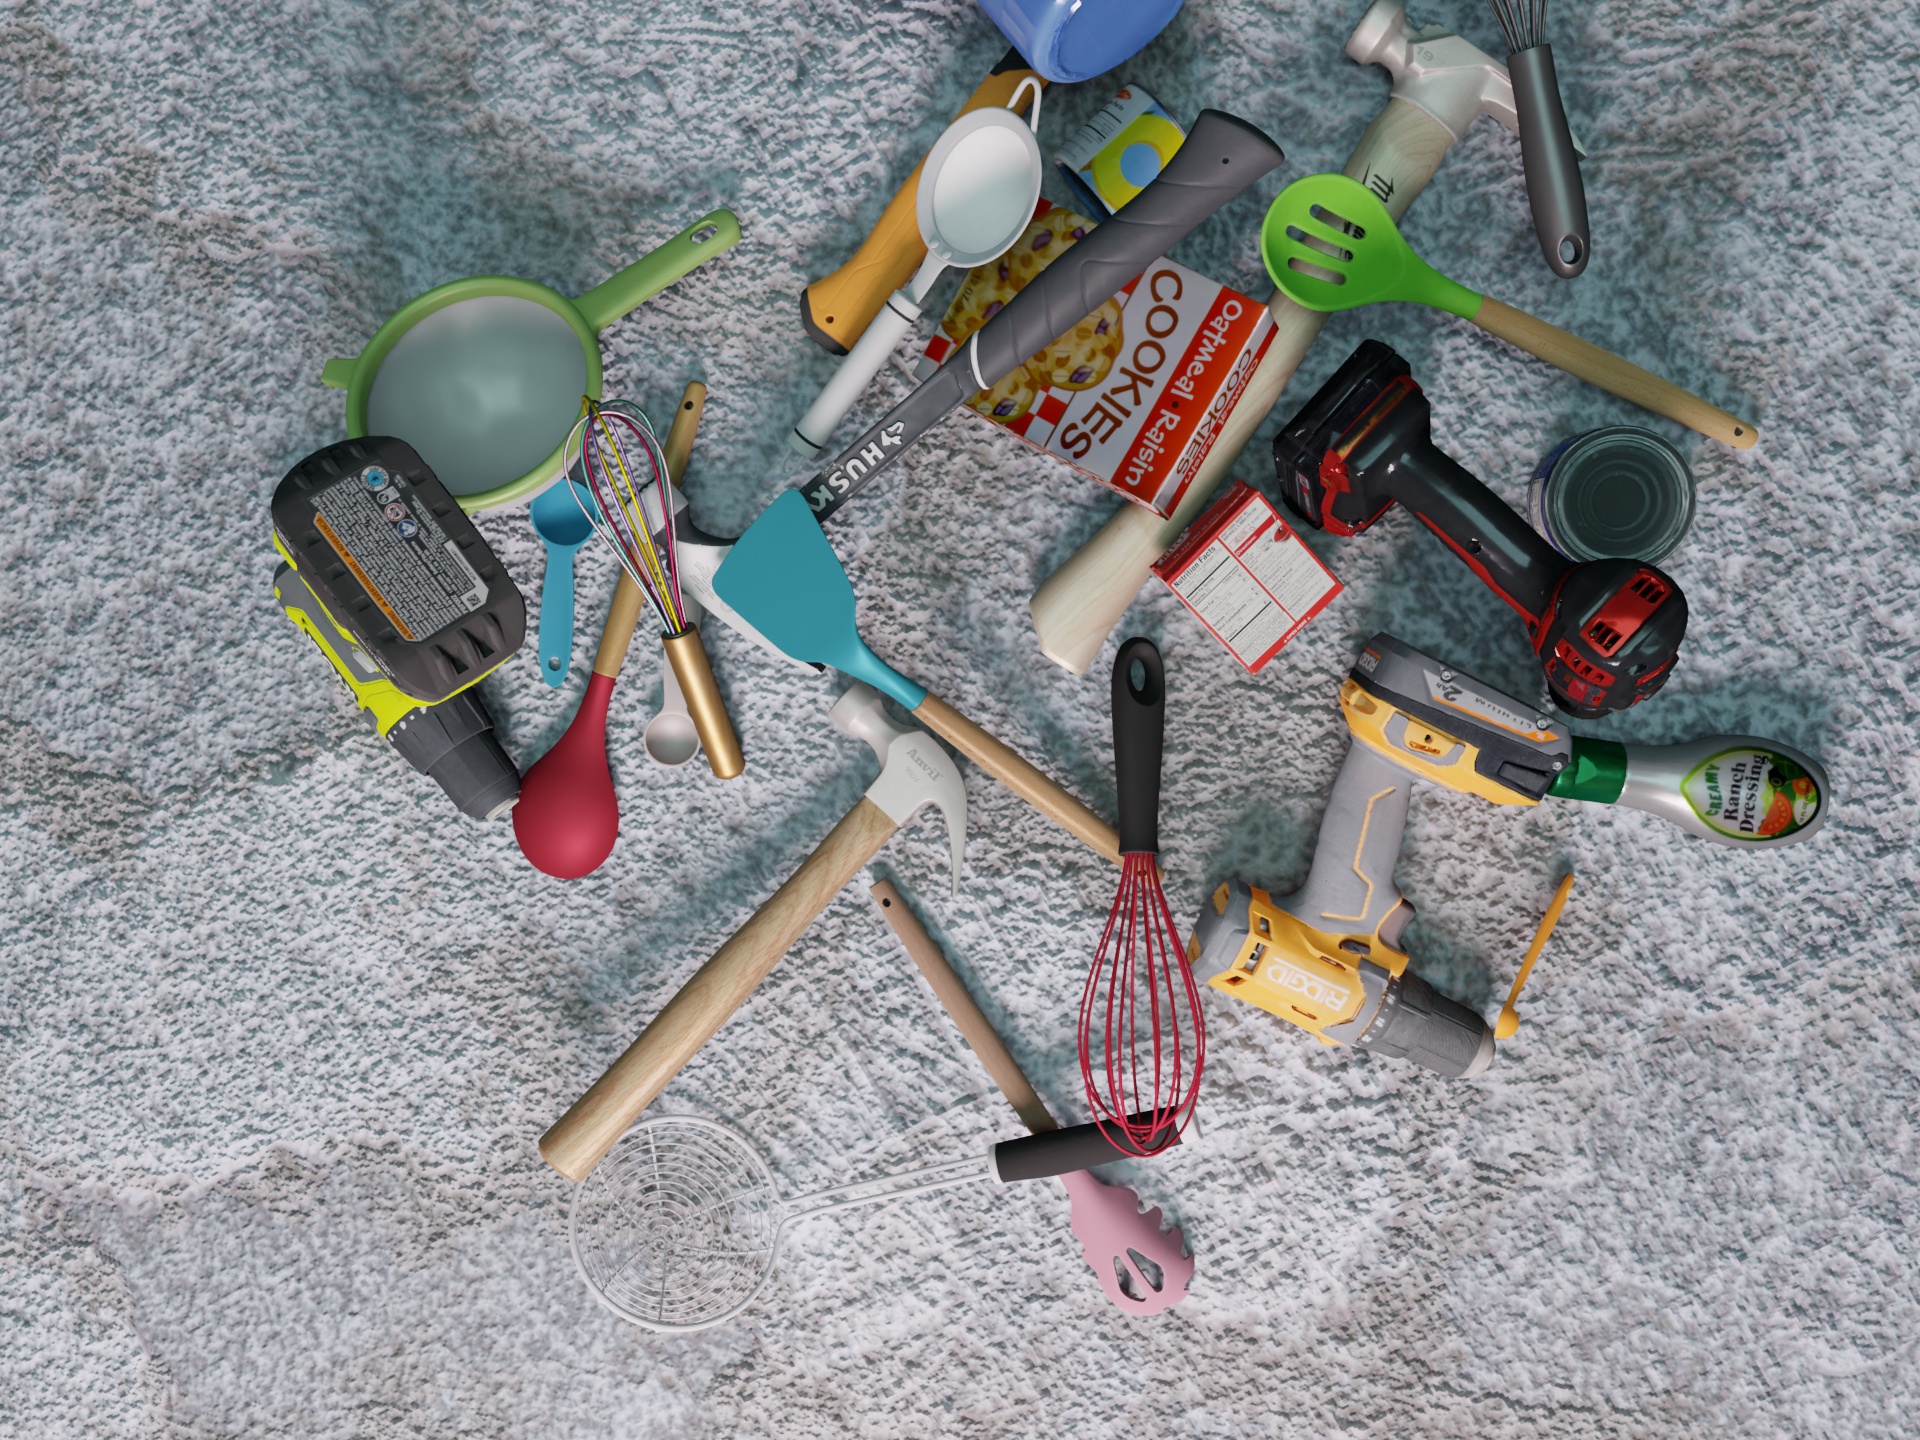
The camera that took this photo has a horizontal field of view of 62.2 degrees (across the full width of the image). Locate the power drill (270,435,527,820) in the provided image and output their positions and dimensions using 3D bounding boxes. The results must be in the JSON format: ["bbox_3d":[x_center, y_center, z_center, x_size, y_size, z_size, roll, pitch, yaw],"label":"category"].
[{"bbox_3d":[-0.303,-0.042,0.877,0.080,0.228,0.190,-38,91,-25],"label":"power drill"}]

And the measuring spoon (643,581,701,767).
[{"bbox_3d":[-0.171,-0.033,0.965,0.034,0.018,0.124,6,89,-11],"label":"measuring spoon"}]

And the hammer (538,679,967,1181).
[{"bbox_3d":[-0.122,0.139,0.936,0.130,0.031,0.331,42,87,3],"label":"hammer"}]

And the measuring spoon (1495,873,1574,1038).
[{"bbox_3d":[0.330,0.134,0.905,0.011,0.021,0.117,19,58,31],"label":"measuring spoon"}]

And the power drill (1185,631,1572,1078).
[{"bbox_3d":[0.258,0.086,0.906,0.185,0.084,0.226,26,101,-3],"label":"power drill"}]

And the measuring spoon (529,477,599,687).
[{"bbox_3d":[-0.241,-0.084,0.967,0.042,0.021,0.128,9,105,3],"label":"measuring spoon"}]

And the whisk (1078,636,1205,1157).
[{"bbox_3d":[0.102,0.096,0.905,0.073,0.073,0.296,0,77,5],"label":"whisk"}]

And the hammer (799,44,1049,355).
[{"bbox_3d":[0.027,-0.346,0.910,0.127,0.034,0.337,39,97,2],"label":"hammer"}]

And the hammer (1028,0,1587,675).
[{"bbox_3d":[0.180,-0.197,0.909,0.146,0.038,0.410,34,97,0],"label":"hammer"}]

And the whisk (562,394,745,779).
[{"bbox_3d":[-0.168,-0.072,0.908,0.047,0.051,0.244,8,127,36],"label":"whisk"}]

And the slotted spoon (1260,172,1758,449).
[{"bbox_3d":[0.304,-0.215,0.876,0.313,0.031,0.070,22,101,-9],"label":"slotted spoon"}]

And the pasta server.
[{"bbox_3d":[0.039,0.228,0.963,0.060,0.040,0.316,-35,87,7],"label":"pasta server"}]

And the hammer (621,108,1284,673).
[{"bbox_3d":[0.000,-0.178,0.861,0.409,0.036,0.149,-36,104,24],"label":"hammer"}]

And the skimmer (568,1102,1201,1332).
[{"bbox_3d":[-0.045,0.264,0.921,0.363,0.090,0.127,-16,59,12],"label":"skimmer"}]

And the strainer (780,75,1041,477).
[{"bbox_3d":[-0.026,-0.239,0.891,0.258,0.050,0.087,-50,59,18],"label":"strainer"}]

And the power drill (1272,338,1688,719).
[{"bbox_3d":[0.282,-0.087,0.860,0.227,0.187,0.080,44,93,18],"label":"power drill"}]

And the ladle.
[{"bbox_3d":[-0.205,-0.052,0.959,0.069,0.031,0.315,19,94,4],"label":"ladle"}]

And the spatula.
[{"bbox_3d":[-0.001,-0.003,0.918,0.317,0.044,0.082,38,116,-15],"label":"spatula"}]

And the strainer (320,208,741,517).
[{"bbox_3d":[-0.231,-0.209,0.933,0.256,0.069,0.152,-37,71,-8],"label":"strainer"}]

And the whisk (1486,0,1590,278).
[{"bbox_3d":[0.305,-0.355,0.846,0.055,0.055,0.239,-14,100,6],"label":"whisk"}]
